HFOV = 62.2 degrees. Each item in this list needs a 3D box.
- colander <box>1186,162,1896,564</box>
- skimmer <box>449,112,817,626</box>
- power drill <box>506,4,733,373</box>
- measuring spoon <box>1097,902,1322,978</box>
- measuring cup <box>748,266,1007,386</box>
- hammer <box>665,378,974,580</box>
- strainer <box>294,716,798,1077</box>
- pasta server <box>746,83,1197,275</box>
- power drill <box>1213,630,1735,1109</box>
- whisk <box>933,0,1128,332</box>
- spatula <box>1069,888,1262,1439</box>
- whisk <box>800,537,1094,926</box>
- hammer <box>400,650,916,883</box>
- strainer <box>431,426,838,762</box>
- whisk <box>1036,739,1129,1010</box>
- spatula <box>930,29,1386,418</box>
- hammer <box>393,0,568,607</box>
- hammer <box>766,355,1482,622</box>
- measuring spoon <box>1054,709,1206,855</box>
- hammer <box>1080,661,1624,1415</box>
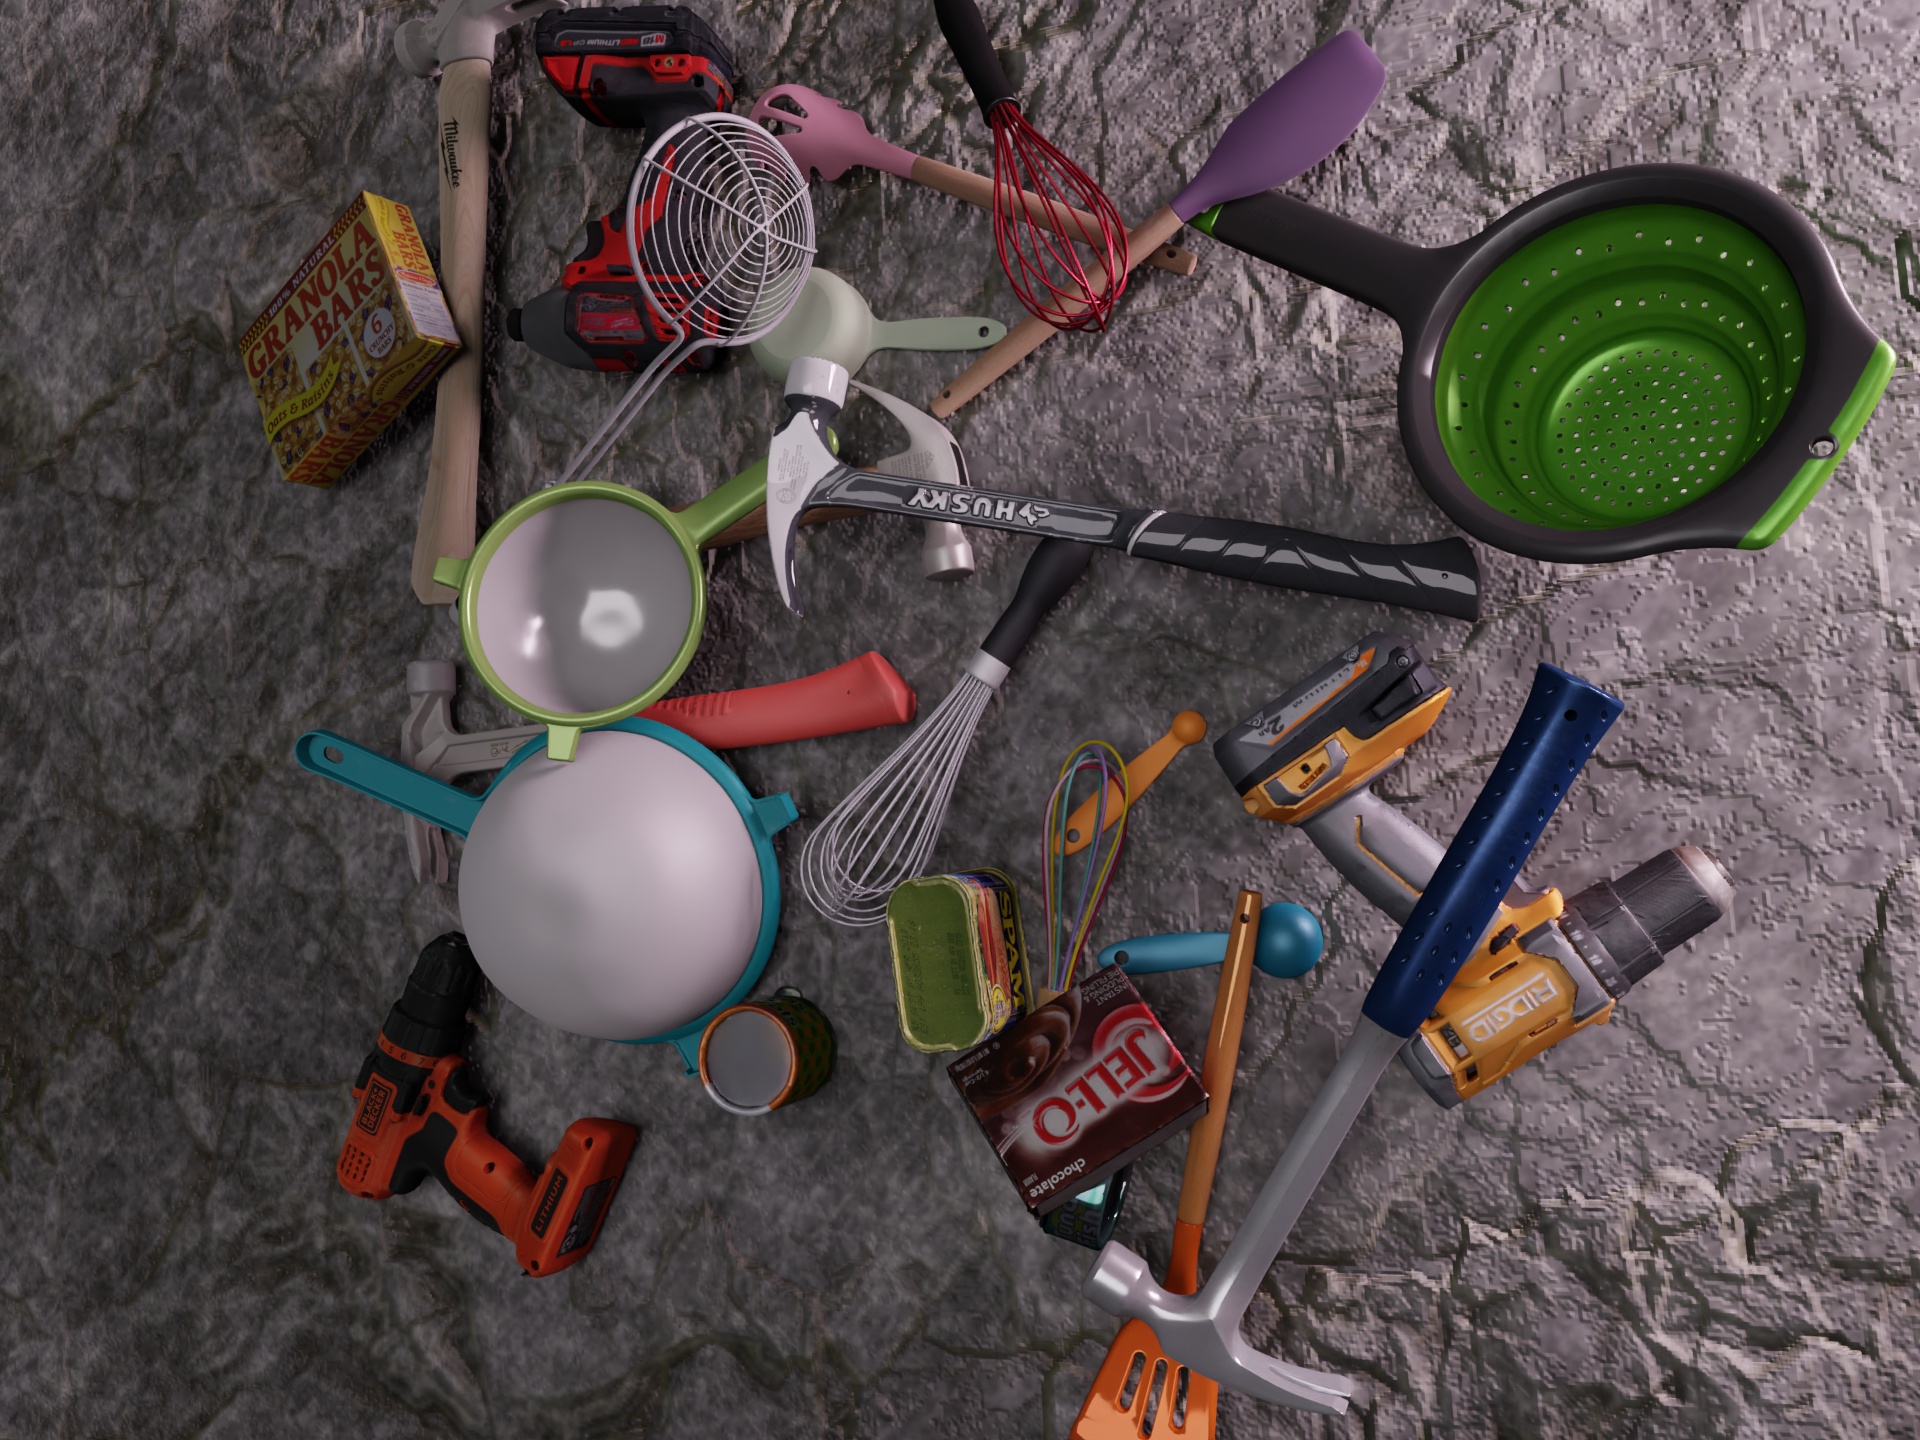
[{"bbox_3d":[0.280,-0.203,0.844,0.397,0.094,0.204,38,99,36],"label":"colander"},{"bbox_3d":[-0.219,-0.200,0.974,0.363,0.127,0.090,-44,53,28],"label":"skimmer"},{"bbox_3d":[-0.218,-0.333,1.020,0.143,0.078,0.220,3,90,11],"label":"power drill"},{"bbox_3d":[0.137,0.128,0.890,0.128,0.021,0.042,-9,83,18],"label":"measuring spoon"},{"bbox_3d":[-0.055,-0.242,0.978,0.167,0.038,0.083,5,87,22],"label":"measuring cup"},{"bbox_3d":[-0.154,-0.128,1.008,0.331,0.031,0.130,-9,83,19],"label":"hammer"},{"bbox_3d":[-0.280,0.083,0.967,0.340,0.095,0.211,22,104,10],"label":"strainer"},{"bbox_3d":[-0.001,-0.328,0.976,0.316,0.040,0.060,24,94,15],"label":"pasta server"},{"bbox_3d":[0.262,0.061,0.824,0.185,0.084,0.226,-36,80,14],"label":"power drill"},{"bbox_3d":[0.030,-0.340,0.928,0.073,0.073,0.296,-27,63,15],"label":"whisk"},{"bbox_3d":[0.128,0.251,0.866,0.081,0.041,0.322,11,94,21],"label":"spatula"},{"bbox_3d":[-0.003,-0.004,0.934,0.070,0.070,0.284,33,92,19],"label":"whisk"},{"bbox_3d":[-0.200,0.016,1.010,0.359,0.036,0.149,-7,83,19],"label":"hammer"},{"bbox_3d":[-0.179,-0.095,0.974,0.256,0.069,0.151,-35,79,-4],"label":"strainer"},{"bbox_3d":[0.061,0.132,0.902,0.047,0.051,0.245,9,94,16],"label":"whisk"},{"bbox_3d":[0.105,-0.273,0.916,0.316,0.018,0.060,-35,65,22],"label":"spatula"},{"bbox_3d":[-0.328,-0.282,1.064,0.146,0.038,0.411,0,88,37],"label":"hammer"},{"bbox_3d":[0.083,-0.104,0.892,0.409,0.036,0.149,11,85,11],"label":"hammer"},{"bbox_3d":[0.096,0.037,0.918,0.117,0.011,0.021,-45,73,11],"label":"measuring spoon"},{"bbox_3d":[0.210,0.162,0.788,0.144,0.035,0.405,29,104,14],"label":"hammer"}]
